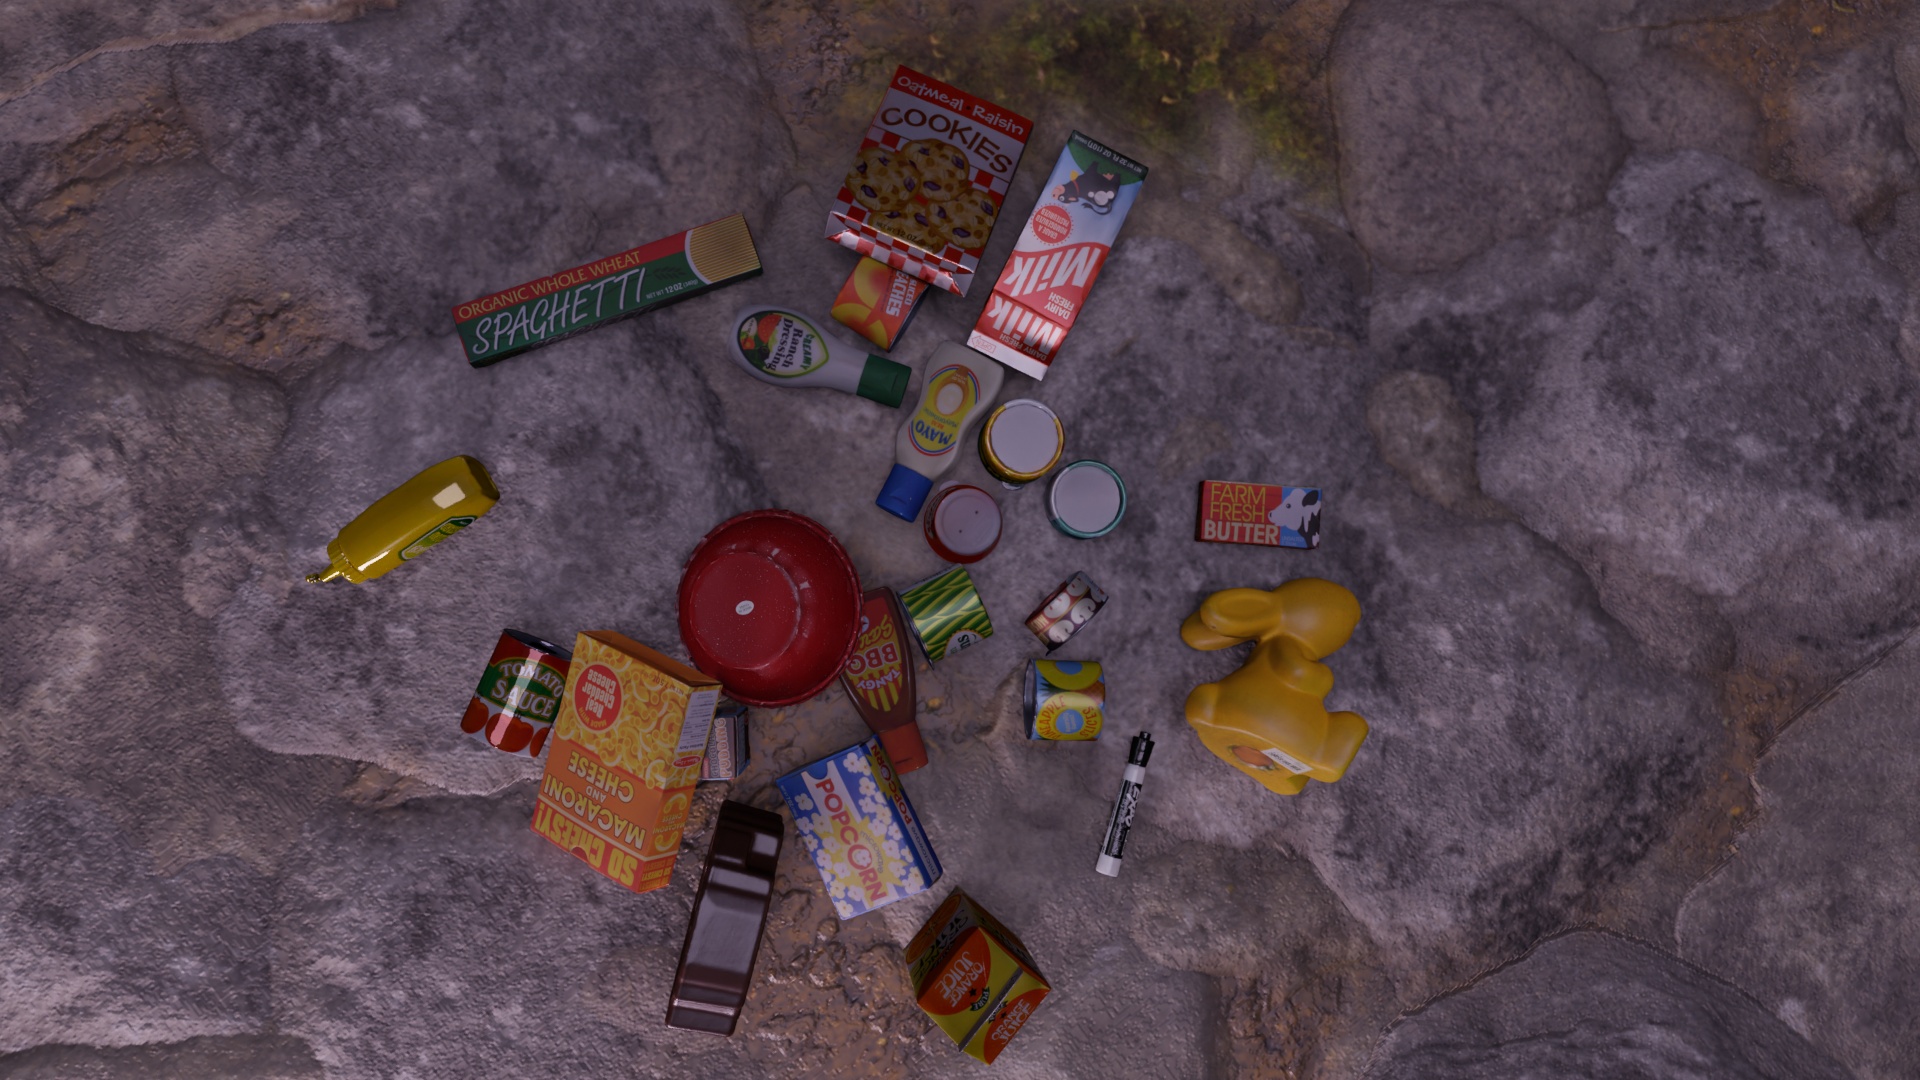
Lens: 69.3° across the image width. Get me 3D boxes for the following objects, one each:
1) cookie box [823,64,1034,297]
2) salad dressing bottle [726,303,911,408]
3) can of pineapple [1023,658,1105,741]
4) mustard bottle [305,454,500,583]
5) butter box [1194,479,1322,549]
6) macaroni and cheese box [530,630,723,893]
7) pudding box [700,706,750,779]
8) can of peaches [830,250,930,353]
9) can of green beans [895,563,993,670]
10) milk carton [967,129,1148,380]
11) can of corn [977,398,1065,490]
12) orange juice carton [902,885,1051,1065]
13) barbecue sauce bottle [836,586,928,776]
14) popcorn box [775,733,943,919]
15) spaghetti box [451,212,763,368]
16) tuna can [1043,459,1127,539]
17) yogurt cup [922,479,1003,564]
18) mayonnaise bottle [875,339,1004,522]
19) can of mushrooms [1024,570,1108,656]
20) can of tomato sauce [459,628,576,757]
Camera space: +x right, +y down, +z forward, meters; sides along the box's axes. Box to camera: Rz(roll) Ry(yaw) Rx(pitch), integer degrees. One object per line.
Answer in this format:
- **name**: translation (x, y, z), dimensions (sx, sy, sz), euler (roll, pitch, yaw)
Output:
- **cookie box**: translation (-0.023, -0.295, 1.127), dimensions (0.123, 0.040, 0.168), euler (22, 63, -4)
- **salad dressing bottle**: translation (-0.115, -0.148, 1.138), dimensions (0.148, 0.044, 0.064), euler (18, 88, -4)
- **can of pineapple**: translation (0.084, 0.131, 1.128), dimensions (0.058, 0.071, 0.071), euler (2, 87, -5)
- **mustard bottle**: translation (-0.443, -0.008, 1.093), dimensions (0.160, 0.065, 0.049), euler (-33, 85, 0)
- **butter box**: translation (0.251, -0.022, 1.174), dimensions (0.103, 0.024, 0.053), euler (4, 86, -5)
- **macaroni and cheese box**: translation (-0.259, 0.167, 1.066), dimensions (0.124, 0.040, 0.166), euler (20, 98, 30)
- **pudding box**: translation (-0.185, 0.159, 1.096), dimensions (0.030, 0.083, 0.049), euler (-3, 88, -2)
- **can of peaches**: translation (-0.065, -0.197, 1.131), dimensions (0.058, 0.071, 0.071), euler (32, 85, -2)
- **can of green beans**: translation (-0.013, 0.059, 1.125), dimensions (0.058, 0.071, 0.071), euler (-25, 90, -6)
- **milk carton**: translation (0.077, -0.230, 1.145), dimensions (0.072, 0.073, 0.190), euler (26, 85, -4)
- **can of corn**: translation (0.049, -0.078, 1.142), dimensions (0.071, 0.058, 0.071), euler (0, 87, -5)
- **orange juice carton**: translation (0.011, 0.329, 1.049), dimensions (0.073, 0.192, 0.072), euler (41, 84, -3)
- **barbecue sauce bottle**: translation (-0.065, 0.116, 1.128), dimensions (0.065, 0.043, 0.148), euler (-18, 89, -1)
- **popcorn box**: translation (-0.080, 0.228, 1.107), dimensions (0.085, 0.038, 0.126), euler (-26, 90, 24)
- **spaghetti box**: translation (-0.287, -0.203, 1.133), dimensions (0.250, 0.028, 0.050), euler (-20, 89, -6)
- **tuna can**: translation (0.107, -0.033, 1.157), dimensions (0.071, 0.033, 0.071), euler (0, 87, -5)
- **yogurt cup**: translation (0.004, -0.014, 1.136), dimensions (0.072, 0.054, 0.072), euler (0, 88, -5)
- **mayonnaise bottle**: translation (-0.021, -0.088, 1.144), dimensions (0.065, 0.041, 0.148), euler (26, 84, 3)
- **can of mushrooms**: translation (0.085, 0.059, 1.133), dimensions (0.071, 0.071, 0.033), euler (-44, 91, -6)
- **can of tomato sauce**: translation (-0.344, 0.120, 1.089), dimensions (0.071, 0.071, 0.083), euler (24, 86, -4)
